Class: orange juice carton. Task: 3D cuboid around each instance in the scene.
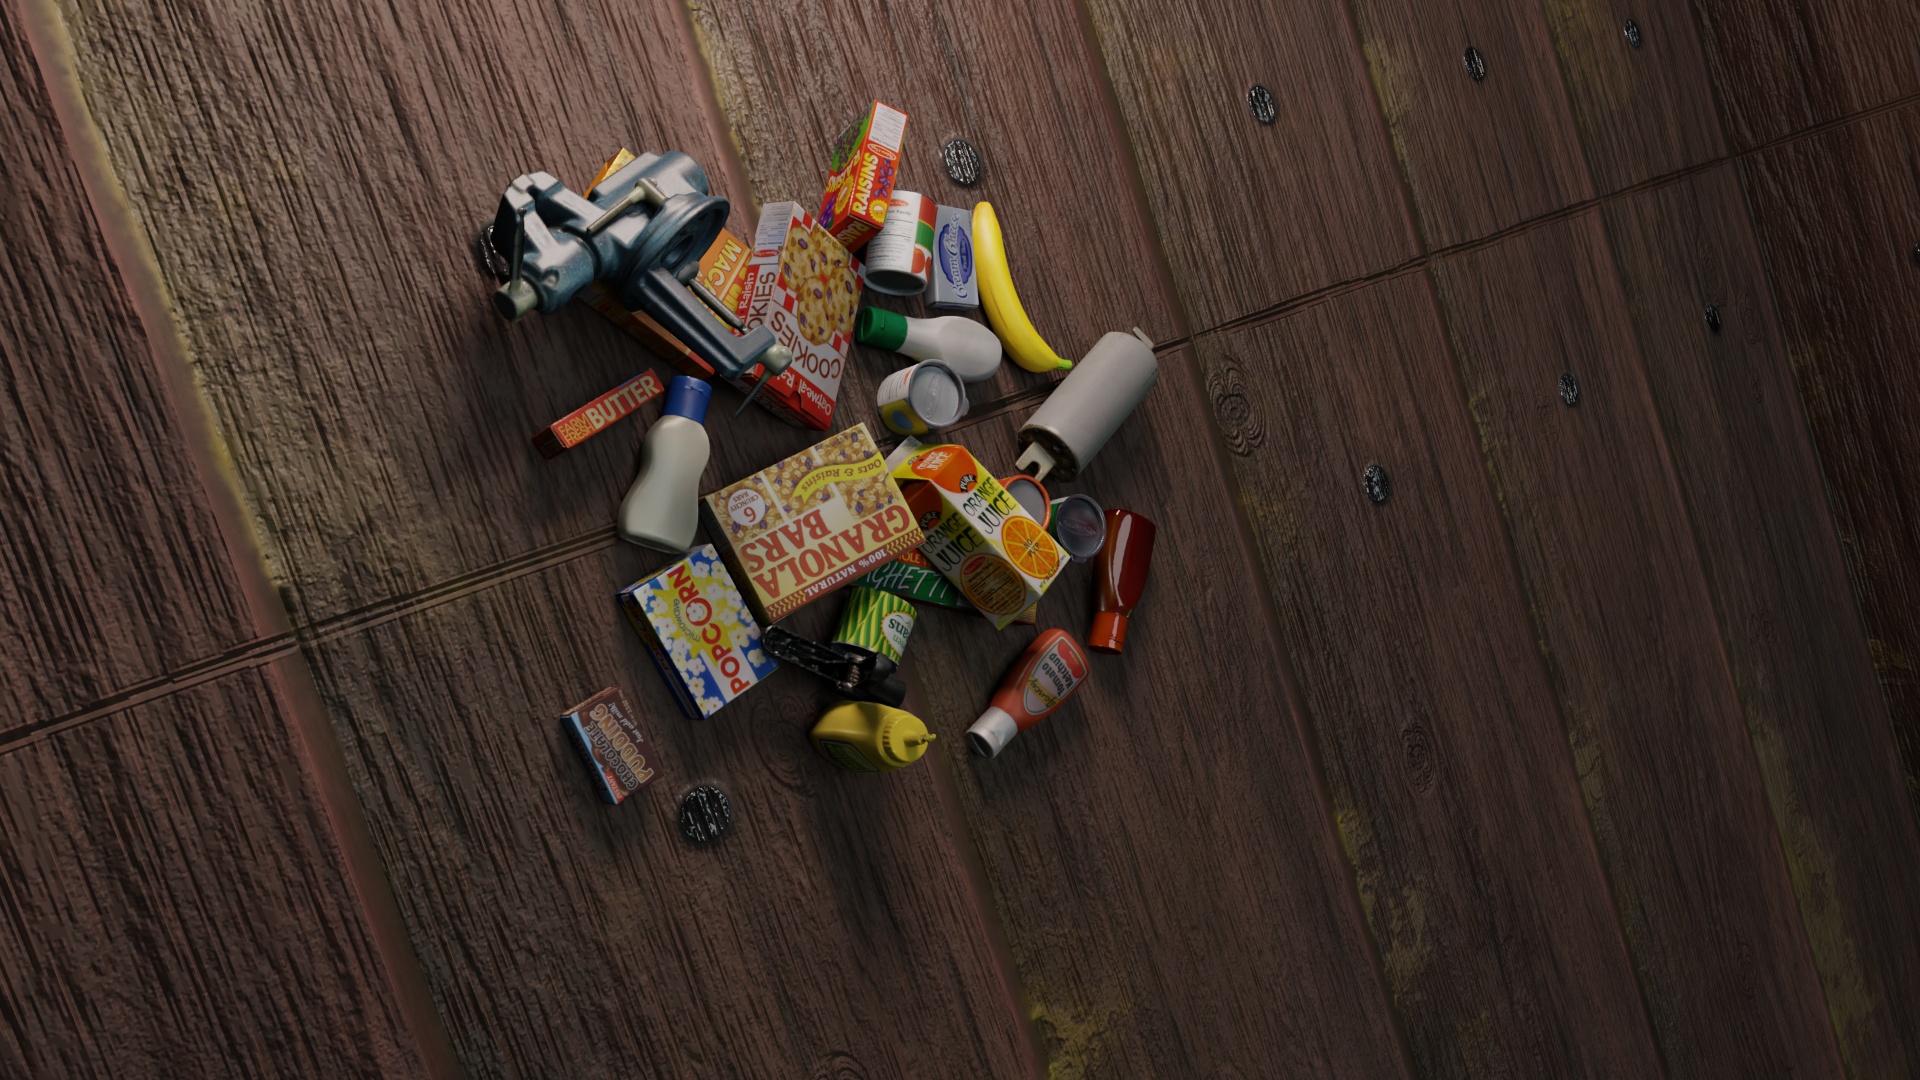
[{"bbox_3d":[0.005,-0.016,1.311,0.192,0.072,0.072,46,40,-3],"label":"orange juice carton"}]

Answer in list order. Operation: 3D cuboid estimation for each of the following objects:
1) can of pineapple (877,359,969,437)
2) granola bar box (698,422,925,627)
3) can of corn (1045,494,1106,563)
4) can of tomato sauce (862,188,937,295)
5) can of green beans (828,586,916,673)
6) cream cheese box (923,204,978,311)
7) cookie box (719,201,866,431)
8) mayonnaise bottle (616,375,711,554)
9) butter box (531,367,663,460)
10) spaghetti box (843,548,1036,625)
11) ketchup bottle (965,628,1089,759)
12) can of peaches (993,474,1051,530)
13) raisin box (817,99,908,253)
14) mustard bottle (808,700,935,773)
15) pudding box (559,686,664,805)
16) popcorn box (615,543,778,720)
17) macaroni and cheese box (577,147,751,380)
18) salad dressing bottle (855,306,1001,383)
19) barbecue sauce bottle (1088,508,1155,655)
[{"bbox_3d":[-0.037,-0.134,1.334,0.071,0.057,0.071,6,80,-35],"label":"can of pineapple"},{"bbox_3d":[-0.130,-0.015,1.230,0.166,0.039,0.124,-28,91,-25],"label":"granola bar box"},{"bbox_3d":[0.105,-0.008,1.418,0.071,0.058,0.071,6,80,-36],"label":"can of corn"},{"bbox_3d":[-0.058,-0.285,1.338,0.071,0.071,0.083,14,76,-34],"label":"can of tomato sauce"},{"bbox_3d":[-0.080,0.082,1.265,0.071,0.071,0.058,32,65,-28],"label":"can of green beans"},{"bbox_3d":[-0.012,-0.284,1.395,0.053,0.024,0.104,-1,83,-36],"label":"cream cheese box"},{"bbox_3d":[-0.146,-0.198,1.243,0.123,0.040,0.168,35,62,-57],"label":"cookie box"},{"bbox_3d":[-0.246,-0.066,1.183,0.065,0.041,0.148,20,71,-29],"label":"mayonnaise bottle"},{"bbox_3d":[-0.298,-0.104,1.142,0.104,0.053,0.024,-39,104,-34],"label":"butter box"},{"bbox_3d":[-0.031,0.036,1.330,0.250,0.028,0.050,14,75,-34],"label":"spaghetti box"},{"bbox_3d":[0.064,0.154,1.373,0.149,0.043,0.064,-43,108,-32],"label":"ketchup bottle"},{"bbox_3d":[0.048,-0.032,1.380,0.071,0.058,0.071,5,81,-35],"label":"can of peaches"},{"bbox_3d":[-0.094,-0.337,1.306,0.040,0.086,0.123,20,71,-26],"label":"raisin box"},{"bbox_3d":[-0.071,0.170,1.200,0.065,0.160,0.049,46,61,-21],"label":"mustard bottle"},{"bbox_3d":[-0.283,0.166,1.126,0.050,0.030,0.083,-29,100,-34],"label":"pudding box"},{"bbox_3d":[-0.222,0.078,1.179,0.085,0.038,0.126,-35,104,-34],"label":"popcorn box"},{"bbox_3d":[-0.259,-0.235,1.199,0.166,0.040,0.124,36,64,-26],"label":"macaroni and cheese box"},{"bbox_3d":[-0.031,-0.194,1.358,0.148,0.044,0.064,11,79,-33],"label":"salad dressing bottle"},{"bbox_3d":[0.166,0.045,1.464,0.065,0.043,0.149,22,71,-32],"label":"barbecue sauce bottle"}]
